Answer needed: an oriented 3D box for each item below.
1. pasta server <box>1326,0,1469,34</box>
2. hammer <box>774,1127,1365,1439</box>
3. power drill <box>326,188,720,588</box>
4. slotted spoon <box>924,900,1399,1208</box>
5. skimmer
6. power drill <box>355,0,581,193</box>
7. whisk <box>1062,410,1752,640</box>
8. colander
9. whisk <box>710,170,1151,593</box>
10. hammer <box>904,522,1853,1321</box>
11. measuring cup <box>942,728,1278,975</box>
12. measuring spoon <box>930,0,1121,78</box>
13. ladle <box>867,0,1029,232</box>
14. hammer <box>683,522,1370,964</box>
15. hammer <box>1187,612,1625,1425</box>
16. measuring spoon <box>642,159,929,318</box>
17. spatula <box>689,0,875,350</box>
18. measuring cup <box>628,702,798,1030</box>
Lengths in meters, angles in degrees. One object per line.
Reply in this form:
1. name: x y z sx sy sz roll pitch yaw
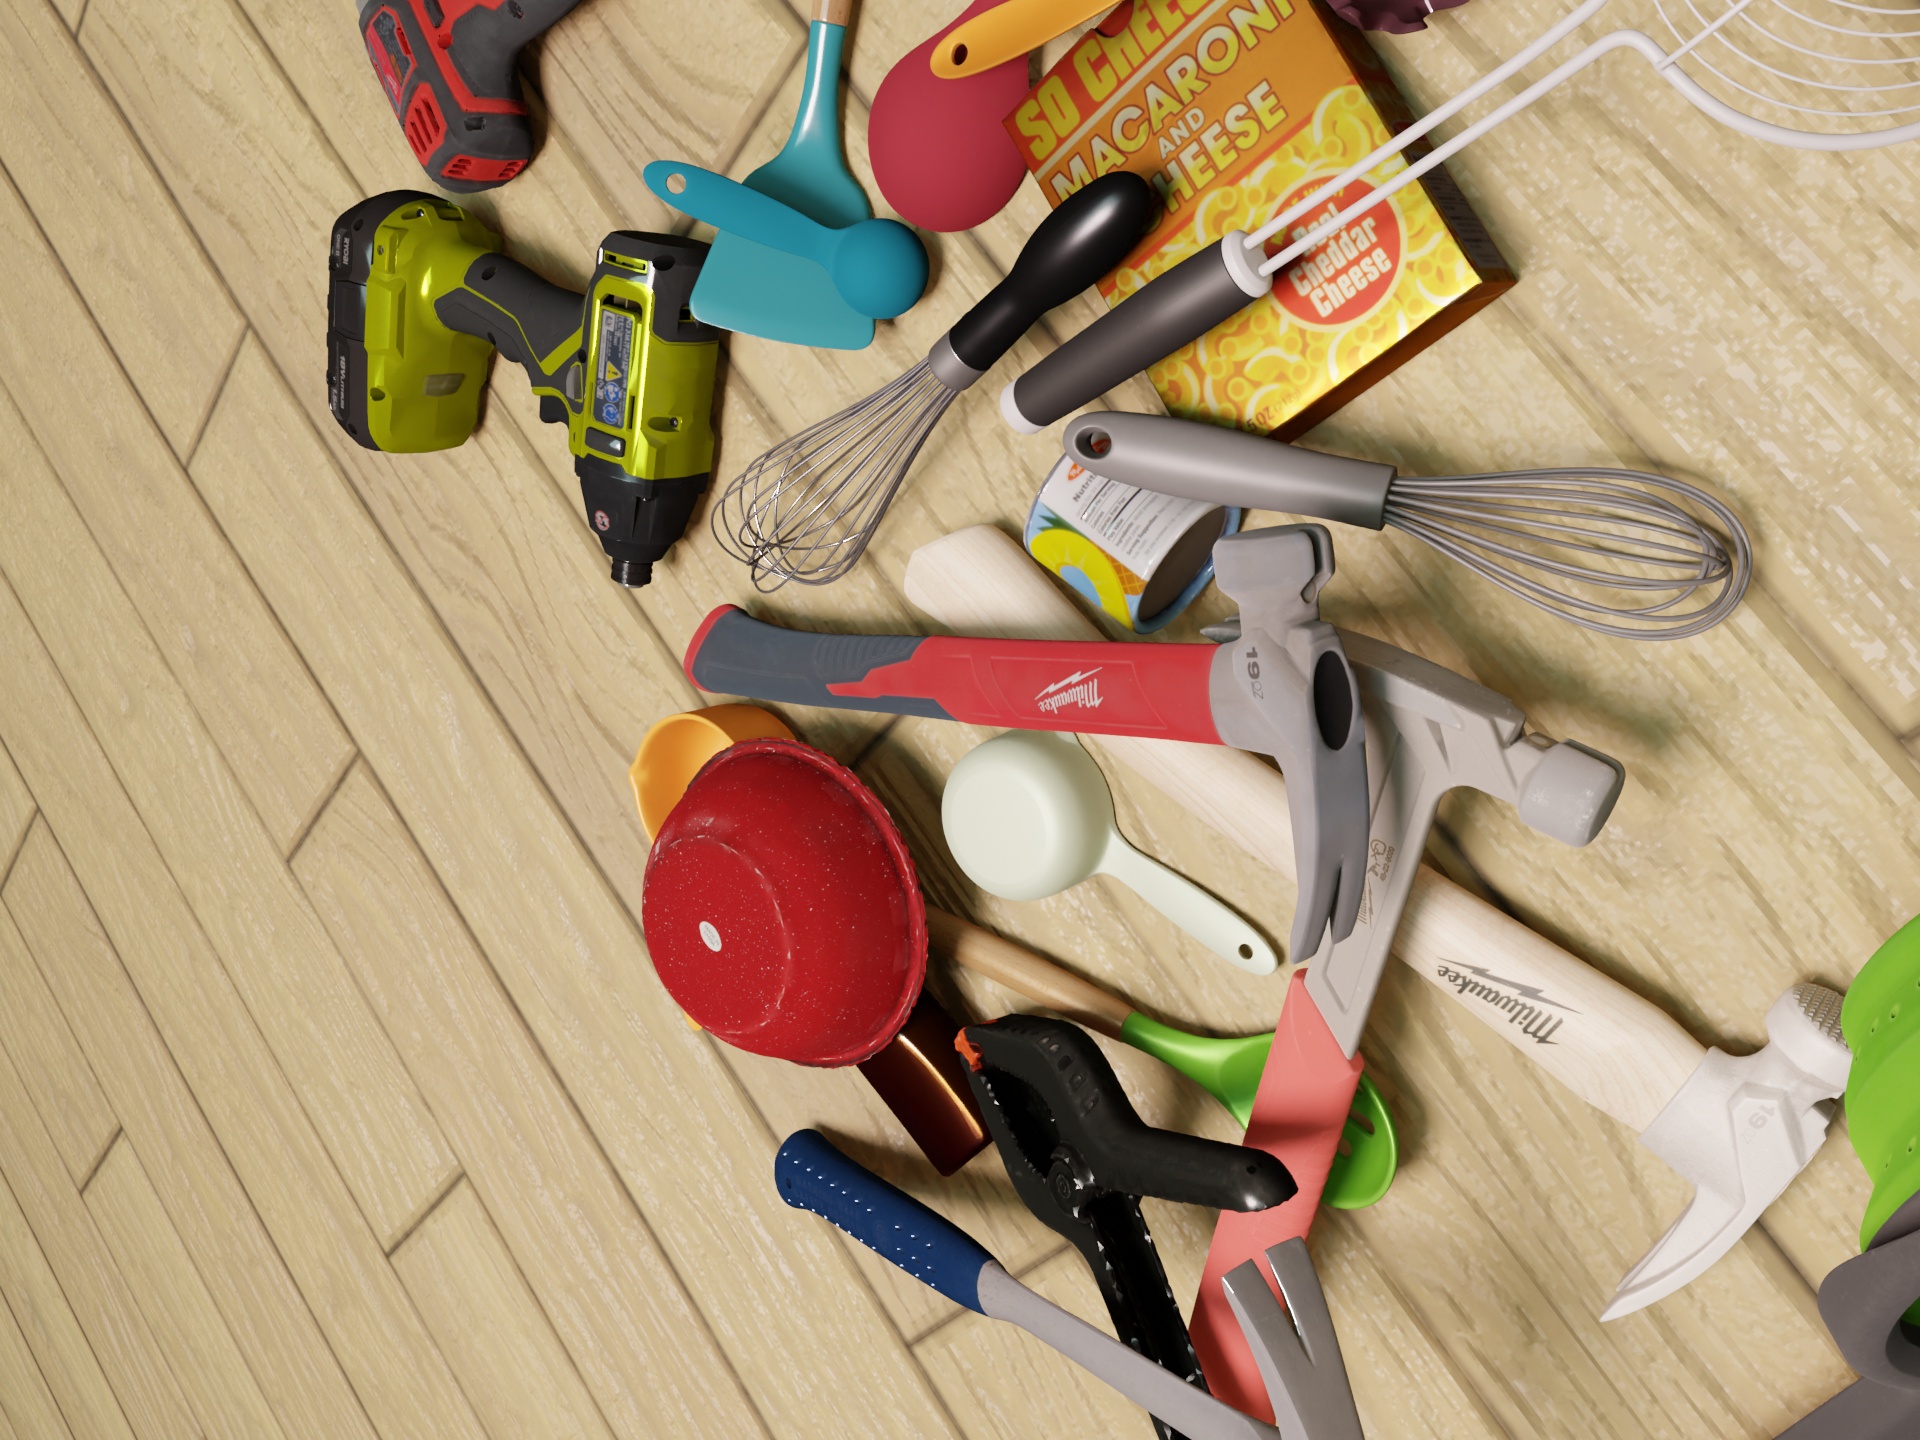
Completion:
1. pasta server: 0.081 -0.368 0.537 0.060 0.040 0.316 -31 90 9
2. hammer: 0.020 0.236 0.666 0.406 0.035 0.144 3 105 59
3. power drill: -0.221 -0.175 0.814 0.223 0.080 0.171 22 114 28
4. slotted spoon: 0.055 0.124 0.712 0.314 0.031 0.070 22 116 33
5. skimmer: 0.153 -0.178 0.507 0.363 0.090 0.127 -24 91 49
6. power drill: -0.226 -0.392 0.763 0.226 0.080 0.188 -29 83 41
7. whisk: 0.147 -0.075 0.554 0.239 0.055 0.055 16 111 20
8. colander: 0.300 0.153 0.490 0.396 0.204 0.095 107 156 -43
9. whisk: -0.020 -0.133 0.661 0.284 0.070 0.070 -35 80 45
10. hammer: 0.130 0.052 0.632 0.411 0.038 0.146 37 122 24
11. measuring cup: 0.060 0.065 0.684 0.168 0.038 0.083 33 119 28
12. measuring spoon: 0.034 -0.261 0.591 0.117 0.011 0.021 -3 95 42
13. ladle: 0.047 -0.329 0.599 0.069 0.031 0.315 28 117 -4
14. hammer: -0.001 -0.002 0.656 0.386 0.038 0.143 5 107 51
15. hammer: 0.124 0.141 0.614 0.149 0.036 0.358 28 121 32
16. measuring spoon: -0.074 -0.208 0.672 0.128 0.021 0.042 21 103 -6
17. spatula: -0.051 -0.320 0.666 0.082 0.044 0.317 11 108 0
18. measuring cup: -0.119 0.074 0.815 0.095 0.052 0.173 17 113 33
